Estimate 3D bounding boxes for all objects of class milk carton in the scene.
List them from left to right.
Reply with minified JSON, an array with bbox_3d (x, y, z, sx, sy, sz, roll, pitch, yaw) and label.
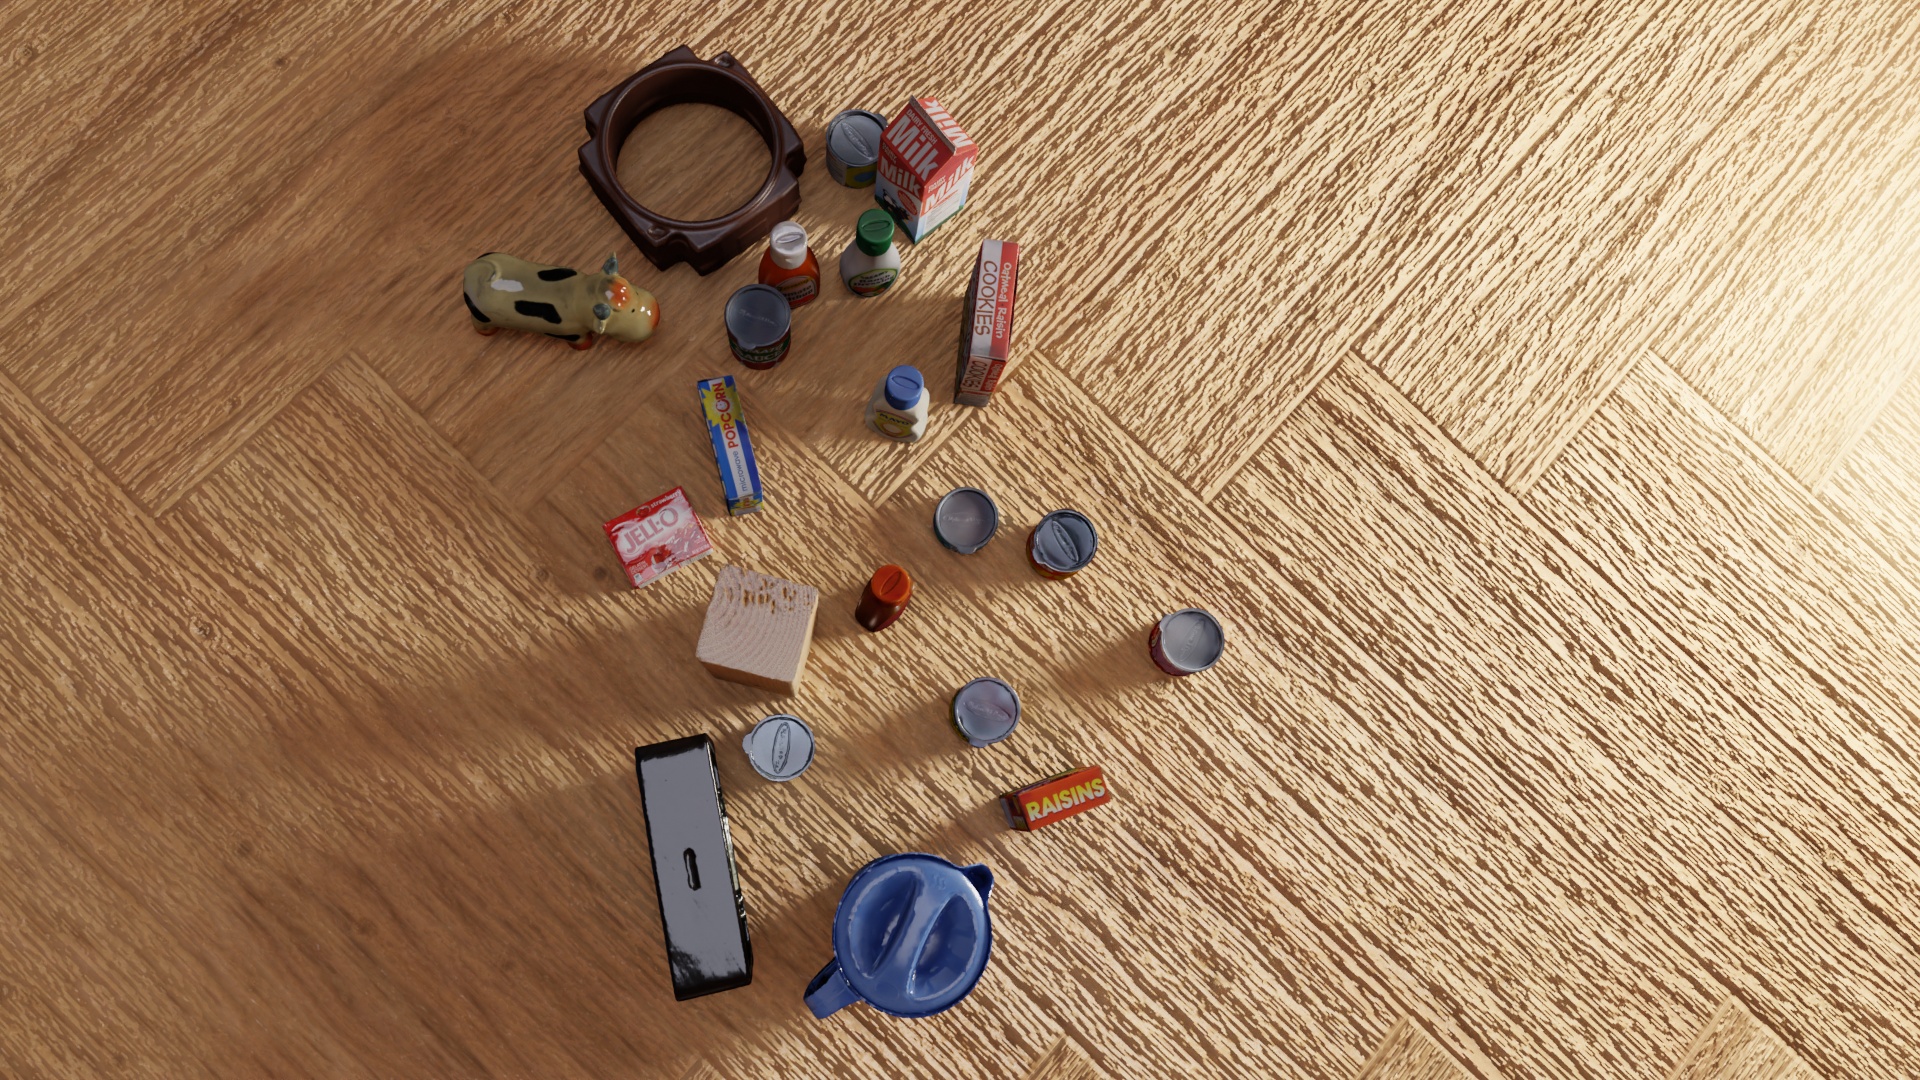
[{"bbox_3d":[-0.036,-0.385,1.425,0.073,0.190,0.072,-39,86,-11],"label":"milk carton"}]

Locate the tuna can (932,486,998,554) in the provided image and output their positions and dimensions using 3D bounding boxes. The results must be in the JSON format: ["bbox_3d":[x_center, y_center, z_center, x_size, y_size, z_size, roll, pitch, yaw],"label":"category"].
[{"bbox_3d":[0.005,-0.018,1.440,0.071,0.032,0.071,1,79,-6],"label":"tuna can"}]

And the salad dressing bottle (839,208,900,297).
[{"bbox_3d":[-0.091,-0.294,1.423,0.064,0.147,0.044,-12,81,-8],"label":"salad dressing bottle"}]

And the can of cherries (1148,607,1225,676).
[{"bbox_3d":[0.230,0.103,1.429,0.071,0.058,0.071,1,79,-6],"label":"can of cherries"}]

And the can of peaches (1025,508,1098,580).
[{"bbox_3d":[0.102,0.006,1.433,0.071,0.058,0.071,1,79,-6],"label":"can of peaches"}]

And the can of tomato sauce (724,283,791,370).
[{"bbox_3d":[-0.207,-0.216,1.428,0.071,0.083,0.071,1,79,-6],"label":"can of tomato sauce"}]

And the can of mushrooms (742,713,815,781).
[{"bbox_3d":[-0.180,0.205,1.376,0.071,0.033,0.071,1,79,-6],"label":"can of mushrooms"}]

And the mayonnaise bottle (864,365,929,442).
[{"bbox_3d":[-0.061,-0.138,1.396,0.065,0.148,0.041,19,78,-3],"label":"mayonnaise bottle"}]

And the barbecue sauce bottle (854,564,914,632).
[{"bbox_3d":[-0.072,0.053,1.358,0.043,0.148,0.065,41,78,2],"label":"barbecue sauce bottle"}]

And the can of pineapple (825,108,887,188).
[{"bbox_3d":[-0.110,-0.420,1.491,0.071,0.057,0.071,1,79,-6],"label":"can of pineapple"}]

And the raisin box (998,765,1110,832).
[{"bbox_3d":[0.090,0.250,1.352,0.086,0.123,0.040,-18,82,-9],"label":"raisin box"}]

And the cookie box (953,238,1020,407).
[{"bbox_3d":[0.026,-0.217,1.411,0.040,0.167,0.123,7,79,-5],"label":"cookie box"}]

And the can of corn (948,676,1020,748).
[{"bbox_3d":[0.022,0.174,1.392,0.071,0.058,0.071,1,79,-6],"label":"can of corn"}]

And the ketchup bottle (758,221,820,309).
[{"bbox_3d":[-0.174,-0.279,1.410,0.065,0.148,0.043,-17,82,-9],"label":"ketchup bottle"}]

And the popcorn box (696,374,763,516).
[{"bbox_3d":[-0.231,-0.094,1.401,0.038,0.085,0.127,-14,81,-9],"label":"popcorn box"}]
